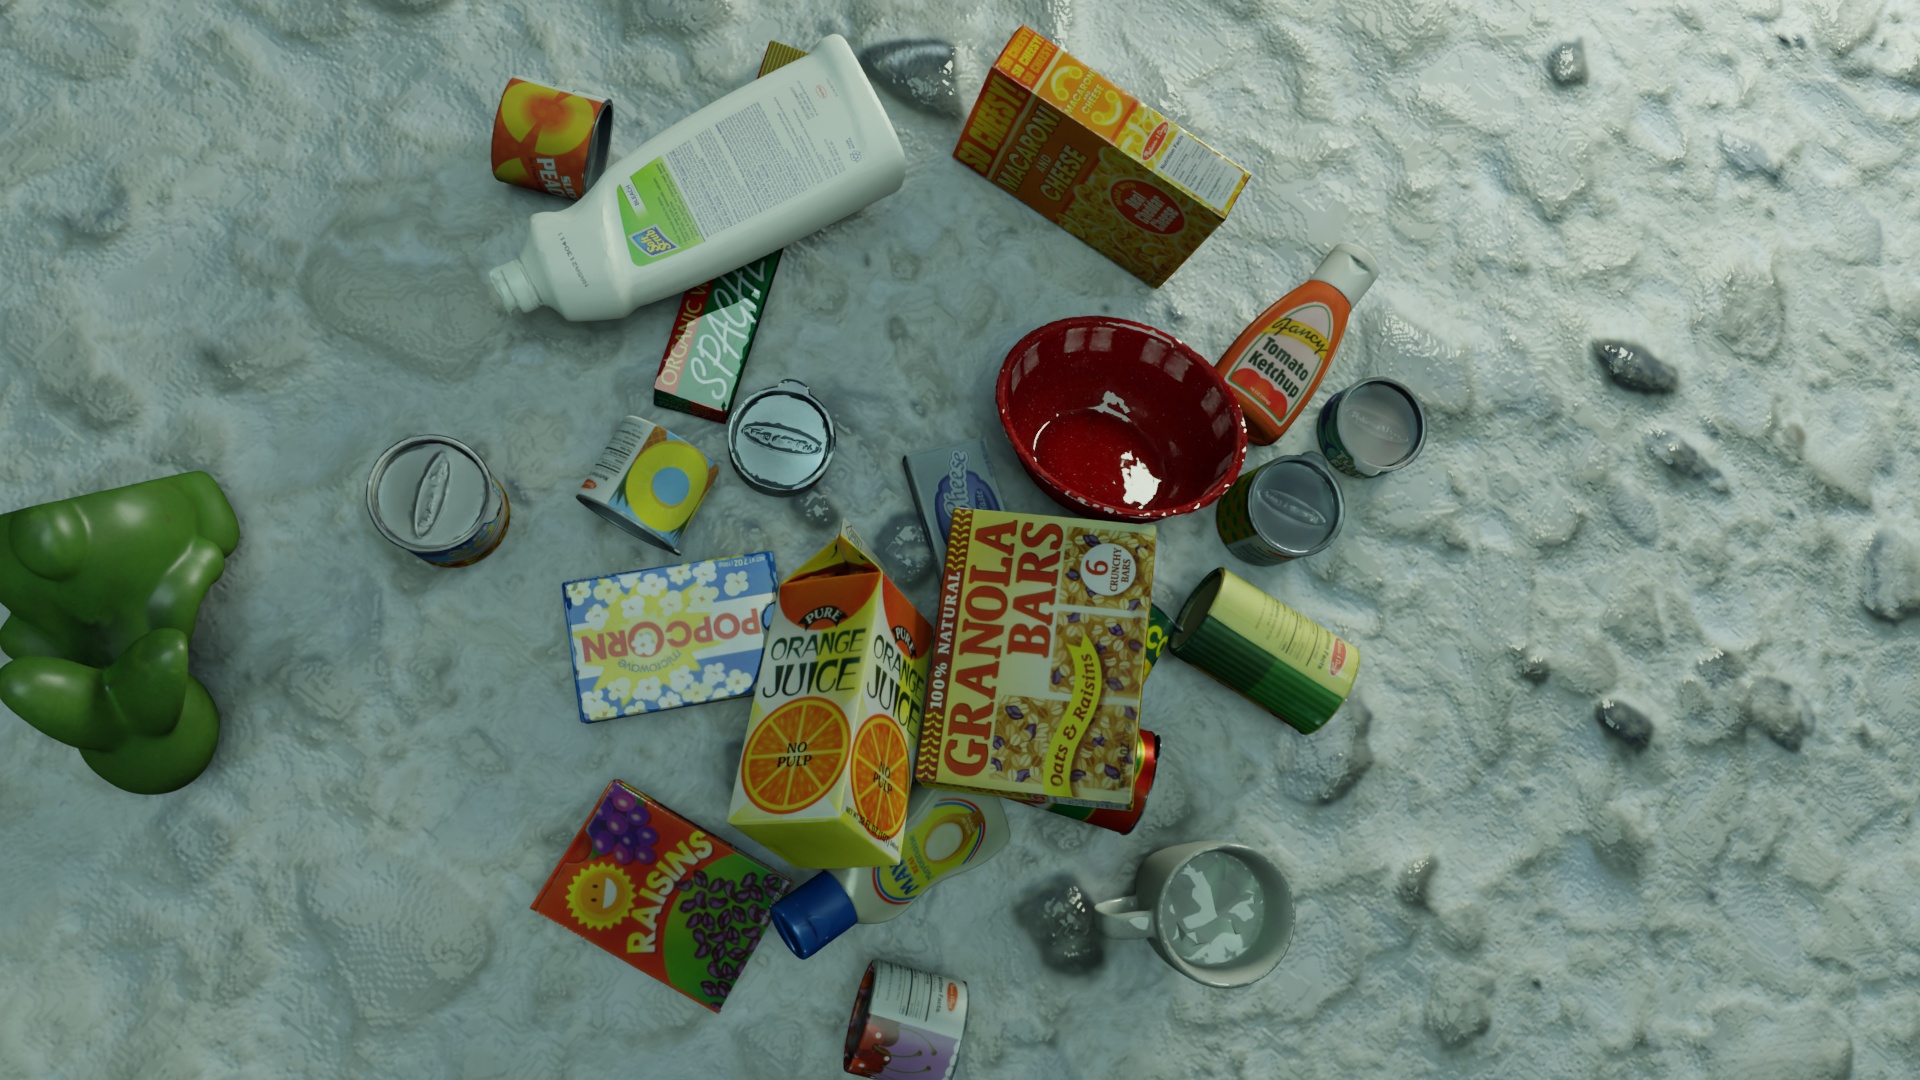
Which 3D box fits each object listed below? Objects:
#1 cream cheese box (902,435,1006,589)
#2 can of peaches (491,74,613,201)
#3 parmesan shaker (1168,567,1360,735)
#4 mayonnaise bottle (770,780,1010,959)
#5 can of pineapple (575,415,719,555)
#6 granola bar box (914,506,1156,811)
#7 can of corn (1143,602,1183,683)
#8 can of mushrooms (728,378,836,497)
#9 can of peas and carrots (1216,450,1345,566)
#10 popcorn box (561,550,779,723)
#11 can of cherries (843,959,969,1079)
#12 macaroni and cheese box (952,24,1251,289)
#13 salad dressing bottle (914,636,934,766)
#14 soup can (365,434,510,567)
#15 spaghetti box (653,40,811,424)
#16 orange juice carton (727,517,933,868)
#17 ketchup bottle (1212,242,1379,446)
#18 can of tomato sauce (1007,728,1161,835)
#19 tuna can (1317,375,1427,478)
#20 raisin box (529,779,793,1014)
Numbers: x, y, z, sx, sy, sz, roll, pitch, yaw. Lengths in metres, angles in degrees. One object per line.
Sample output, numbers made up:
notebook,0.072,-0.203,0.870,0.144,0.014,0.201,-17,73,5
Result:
cream cheese box,0.003,-0.011,0.886,0.053,0.024,0.104,-16,85,-12
can of peaches,-0.250,-0.243,0.851,0.058,0.071,0.071,14,80,-8
parmesan shaker,0.194,0.069,0.892,0.103,0.071,0.071,31,78,-4
mayonnaise bottle,-0.041,0.190,0.821,0.149,0.041,0.064,-30,106,-27
can of pineapple,-0.186,-0.033,0.834,0.071,0.071,0.058,30,78,-5
granola bar box,0.047,0.069,0.815,0.124,0.039,0.166,5,70,8
can of corn,0.095,0.064,0.870,0.071,0.071,0.058,32,79,-5
can of mushrooms,-0.111,-0.063,0.868,0.071,0.033,0.071,1,82,-10
can of peas and carrots,0.209,-0.021,0.909,0.071,0.058,0.071,2,81,-11
popcorn box,-0.170,0.058,0.836,0.127,0.038,0.085,-9,83,-12
can of cherries,-0.033,0.287,0.815,0.058,0.071,0.071,17,79,-8
macaroni and cheese box,0.085,-0.240,0.886,0.166,0.123,0.040,32,75,-5
salad dressing bottle,-0.043,0.121,0.849,0.148,0.044,0.064,-43,84,-12
soup can,-0.296,-0.020,0.801,0.071,0.083,0.071,1,82,-10
spaghetti box,-0.135,-0.198,0.886,0.050,0.028,0.250,17,79,-7
orange juice carton,-0.068,0.085,0.804,0.073,0.071,0.193,-8,55,25
ketchup bottle,0.227,-0.137,0.938,0.065,0.043,0.149,40,76,-3
can of tomato sauce,0.071,0.137,0.854,0.083,0.071,0.071,18,79,-7
tuna can,0.278,-0.074,0.944,0.071,0.032,0.071,2,81,-10
raisin box,-0.173,0.207,0.813,0.123,0.040,0.086,31,78,-4
